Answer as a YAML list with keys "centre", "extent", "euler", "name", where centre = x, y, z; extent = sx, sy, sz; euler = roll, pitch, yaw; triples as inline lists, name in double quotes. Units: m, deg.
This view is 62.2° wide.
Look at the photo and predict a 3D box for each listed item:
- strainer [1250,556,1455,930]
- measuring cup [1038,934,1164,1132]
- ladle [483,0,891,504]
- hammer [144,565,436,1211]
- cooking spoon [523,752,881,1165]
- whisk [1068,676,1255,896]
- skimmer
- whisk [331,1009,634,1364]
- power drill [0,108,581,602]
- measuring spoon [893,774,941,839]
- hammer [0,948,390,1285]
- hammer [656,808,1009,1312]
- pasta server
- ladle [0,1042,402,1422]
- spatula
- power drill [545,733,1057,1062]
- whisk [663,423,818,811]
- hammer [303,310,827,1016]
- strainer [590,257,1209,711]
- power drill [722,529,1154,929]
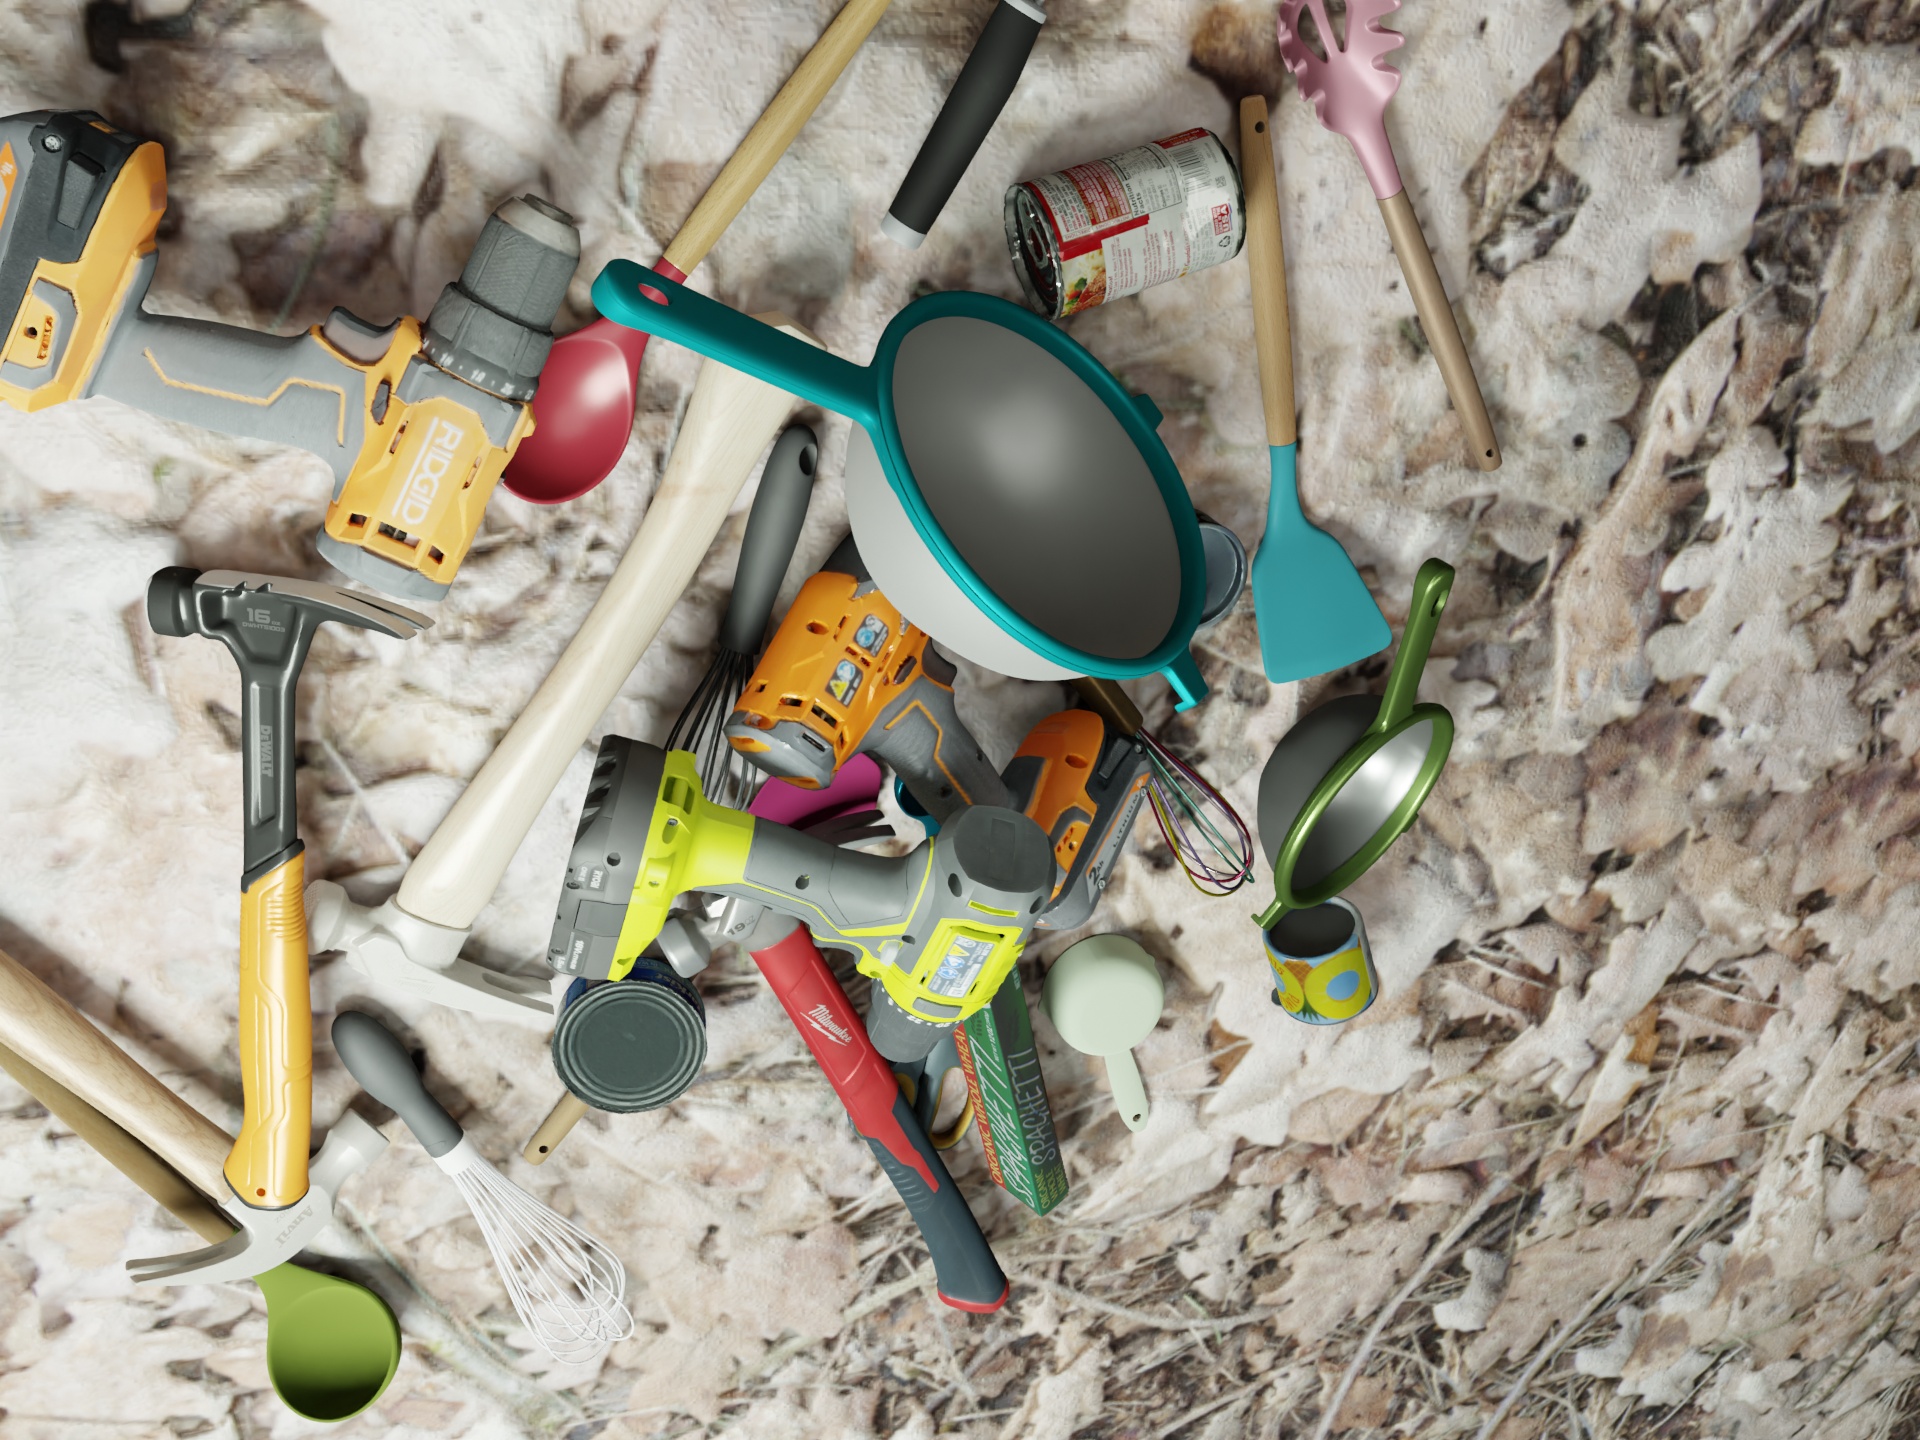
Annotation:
- centre: [0.226, -0.002, 0.926]
  extent: [0.151, 0.069, 0.256]
  euler: [-28, 142, -29]
  name: "strainer"
- centre: [0.105, 0.216, 1.037]
  extent: [0.083, 0.038, 0.167]
  euler: [-22, 118, -8]
  name: "measuring cup"
- centre: [-0.119, -0.235, 0.746]
  extent: [0.069, 0.031, 0.315]
  euler: [34, 99, -36]
  name: "ladle"
- centre: [-0.332, 0.095, 0.787]
  extent: [0.127, 0.034, 0.336]
  euler: [8, 107, 2]
  name: "hammer"
- centre: [-0.157, 0.139, 0.922]
  extent: [0.068, 0.017, 0.319]
  euler: [35, 100, -27]
  name: "cooking spoon"
- centre: [0.109, 0.022, 0.943]
  extent: [0.047, 0.051, 0.244]
  euler: [-36, 118, 7]
  name: "whisk"
- centre: [0.053, -0.391, 0.728]
  extent: [0.127, 0.090, 0.363]
  euler: [19, 118, -29]
  name: "skimmer"
- centre: [-0.276, 0.273, 0.926]
  extent: [0.070, 0.070, 0.284]
  euler: [-30, 116, -3]
  name: "whisk"
- centre: [-0.287, -0.174, 0.674]
  extent: [0.226, 0.084, 0.185]
  euler: [25, 104, -21]
  name: "power drill"
- centre: [-0.017, 0.067, 0.939]
  extent: [0.042, 0.021, 0.128]
  euler: [-27, 131, -21]
  name: "measuring spoon"
- centre: [-0.454, 0.170, 0.809]
  extent: [0.130, 0.031, 0.331]
  euler: [-50, 119, -23]
  name: "hammer"
- centre: [-0.037, 0.228, 0.975]
  extent: [0.143, 0.038, 0.386]
  euler: [-29, 121, -6]
  name: "hammer"
- centre: [0.242, -0.258, 0.853]
  extent: [0.060, 0.040, 0.316]
  euler: [-28, 123, 10]
  name: "pasta server"
- centre: [-0.425, 0.276, 0.876]
  extent: [0.078, 0.062, 0.319]
  euler: [-34, 118, -3]
  name: "ladle"
- centre: [0.181, -0.175, 0.869]
  extent: [0.082, 0.044, 0.317]
  euler: [-18, 118, -10]
  name: "spatula"
- centre: [-0.084, 0.100, 0.805]
  extent: [0.228, 0.080, 0.190]
  euler: [14, 137, -11]
  name: "power drill"
- centre: [-0.113, -0.040, 0.835]
  extent: [0.055, 0.055, 0.239]
  euler: [11, 106, -24]
  name: "whisk"
- centre: [-0.182, -0.020, 0.813]
  extent: [0.146, 0.038, 0.410]
  euler: [27, 107, -29]
  name: "hammer"
- centre: [-0.033, -0.115, 0.751]
  extent: [0.340, 0.211, 0.095]
  euler: [18, 143, -34]
  name: "strainer"
- centre: [-0.001, -0.003, 0.856]
  extent: [0.226, 0.084, 0.164]
  euler: [37, 69, -29]
  name: "power drill"
